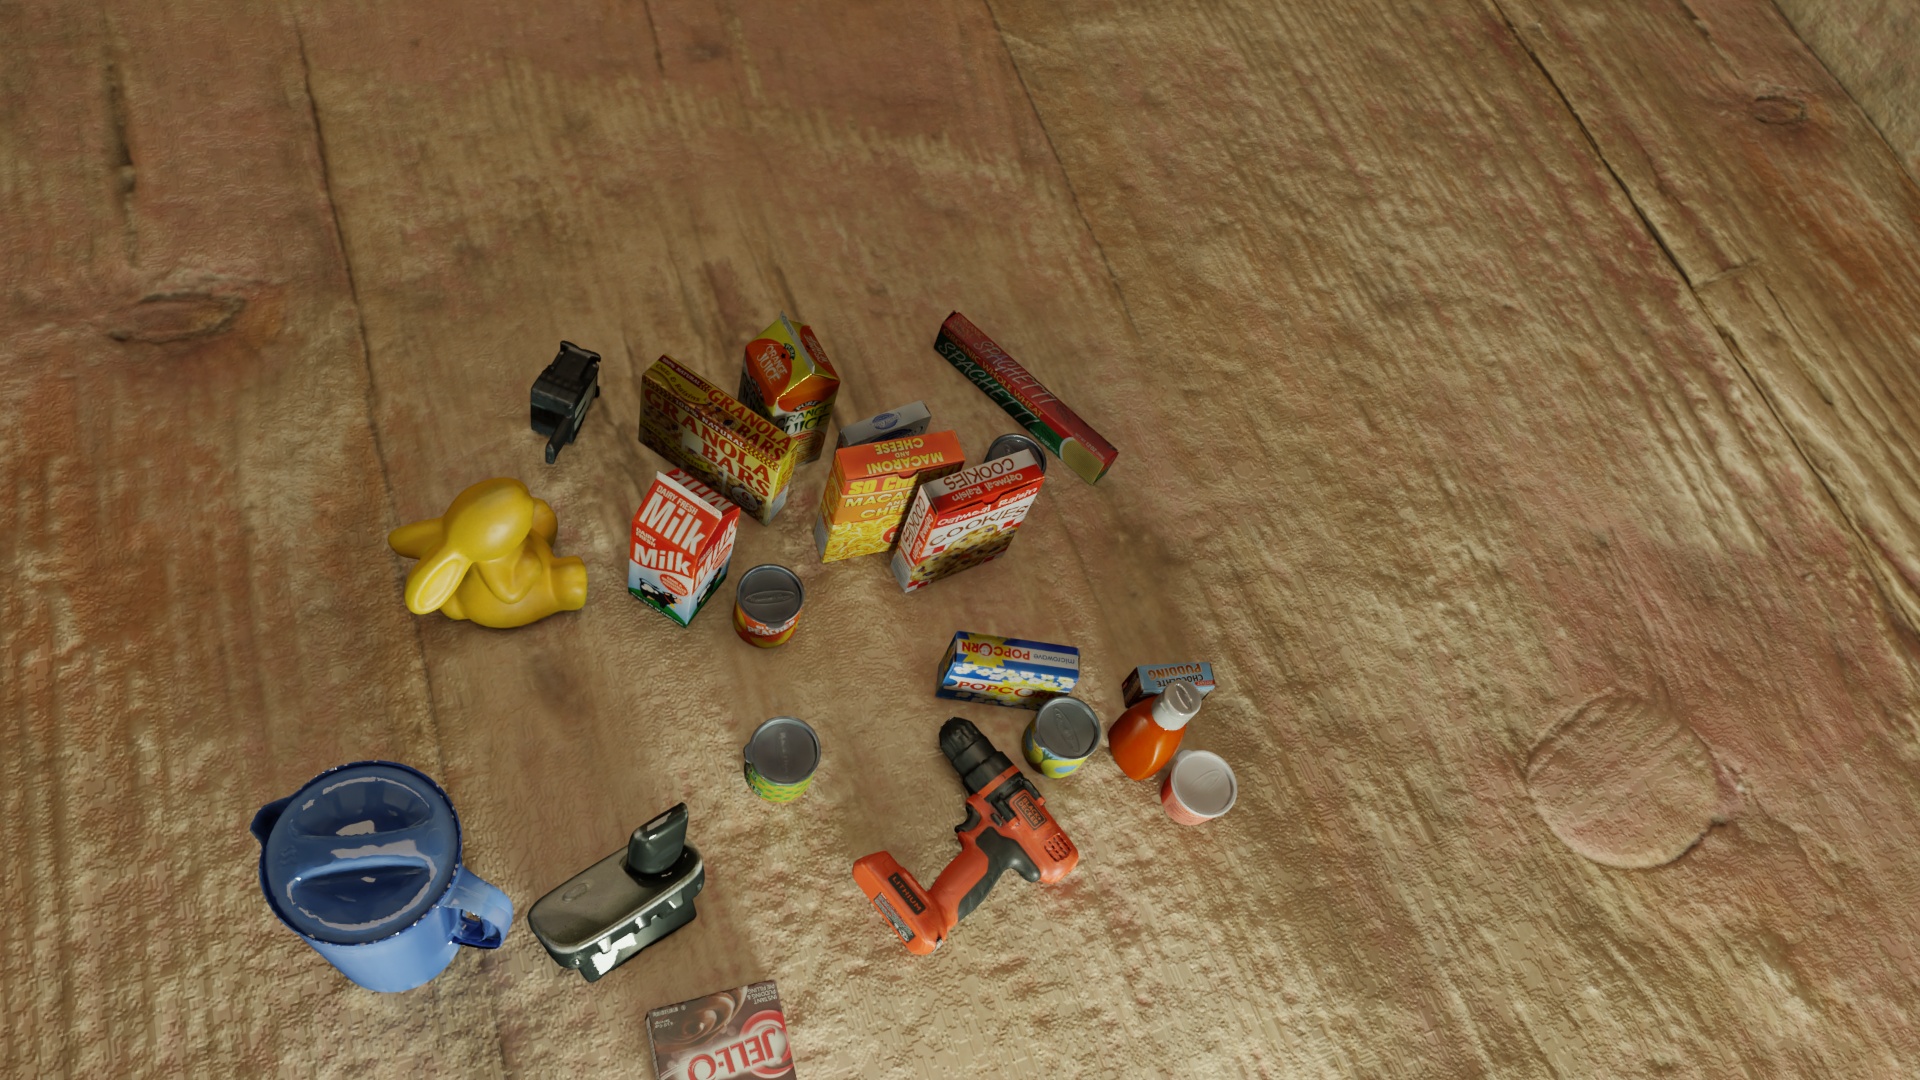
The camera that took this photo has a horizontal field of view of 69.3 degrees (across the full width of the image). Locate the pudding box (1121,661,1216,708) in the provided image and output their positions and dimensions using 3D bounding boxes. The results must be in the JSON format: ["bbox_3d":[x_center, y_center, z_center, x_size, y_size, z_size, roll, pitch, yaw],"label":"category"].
[{"bbox_3d":[0.213,0.149,1.426,0.084,0.049,0.030,-2,62,-16],"label":"pudding box"}]

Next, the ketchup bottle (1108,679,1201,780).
[{"bbox_3d":[0.189,0.180,1.344,0.044,0.148,0.065,-18,68,-23],"label":"ketchup bottle"}]

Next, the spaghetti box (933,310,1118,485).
[{"bbox_3d":[0.071,-0.161,1.563,0.250,0.050,0.029,42,60,10],"label":"spaghetti box"}]

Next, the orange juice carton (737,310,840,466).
[{"bbox_3d":[-0.176,-0.149,1.408,0.073,0.191,0.072,-21,69,-24],"label":"orange juice carton"}]

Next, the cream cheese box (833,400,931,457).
[{"bbox_3d":[-0.085,-0.113,1.494,0.104,0.053,0.024,-22,69,-25],"label":"cream cheese box"}]

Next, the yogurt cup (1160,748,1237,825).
[{"bbox_3d":[0.232,0.248,1.372,0.072,0.053,0.073,6,60,-11],"label":"yogurt cup"}]

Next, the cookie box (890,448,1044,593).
[{"bbox_3d":[0.005,-0.018,1.396,0.123,0.166,0.040,-20,68,-24],"label":"cookie box"}]

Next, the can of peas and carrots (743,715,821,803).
[{"bbox_3d":[-0.168,0.204,1.289,0.071,0.058,0.071,6,60,-11],"label":"can of peas and carrots"}]

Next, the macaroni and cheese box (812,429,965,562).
[{"bbox_3d":[-0.074,-0.042,1.390,0.124,0.165,0.040,-11,65,-20],"label":"macaroni and cheese box"}]

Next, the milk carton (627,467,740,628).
[{"bbox_3d":[-0.260,0.001,1.303,0.072,0.189,0.074,32,59,4],"label":"milk carton"}]

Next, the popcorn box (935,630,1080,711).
[{"bbox_3d":[0.046,0.131,1.371,0.127,0.084,0.038,9,60,-10],"label":"popcorn box"}]

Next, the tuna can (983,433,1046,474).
[{"bbox_3d":[0.057,-0.081,1.524,0.071,0.032,0.071,6,60,-11],"label":"tuna can"}]

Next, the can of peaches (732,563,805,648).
[{"bbox_3d":[-0.189,0.067,1.362,0.071,0.057,0.071,6,60,-11],"label":"can of peaches"}]

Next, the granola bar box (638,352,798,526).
[{"bbox_3d":[-0.246,-0.101,1.403,0.165,0.123,0.039,34,59,5],"label":"granola bar box"}]

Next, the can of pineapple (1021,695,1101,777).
[{"bbox_3d":[0.096,0.194,1.365,0.071,0.057,0.071,6,60,-11],"label":"can of pineapple"}]
